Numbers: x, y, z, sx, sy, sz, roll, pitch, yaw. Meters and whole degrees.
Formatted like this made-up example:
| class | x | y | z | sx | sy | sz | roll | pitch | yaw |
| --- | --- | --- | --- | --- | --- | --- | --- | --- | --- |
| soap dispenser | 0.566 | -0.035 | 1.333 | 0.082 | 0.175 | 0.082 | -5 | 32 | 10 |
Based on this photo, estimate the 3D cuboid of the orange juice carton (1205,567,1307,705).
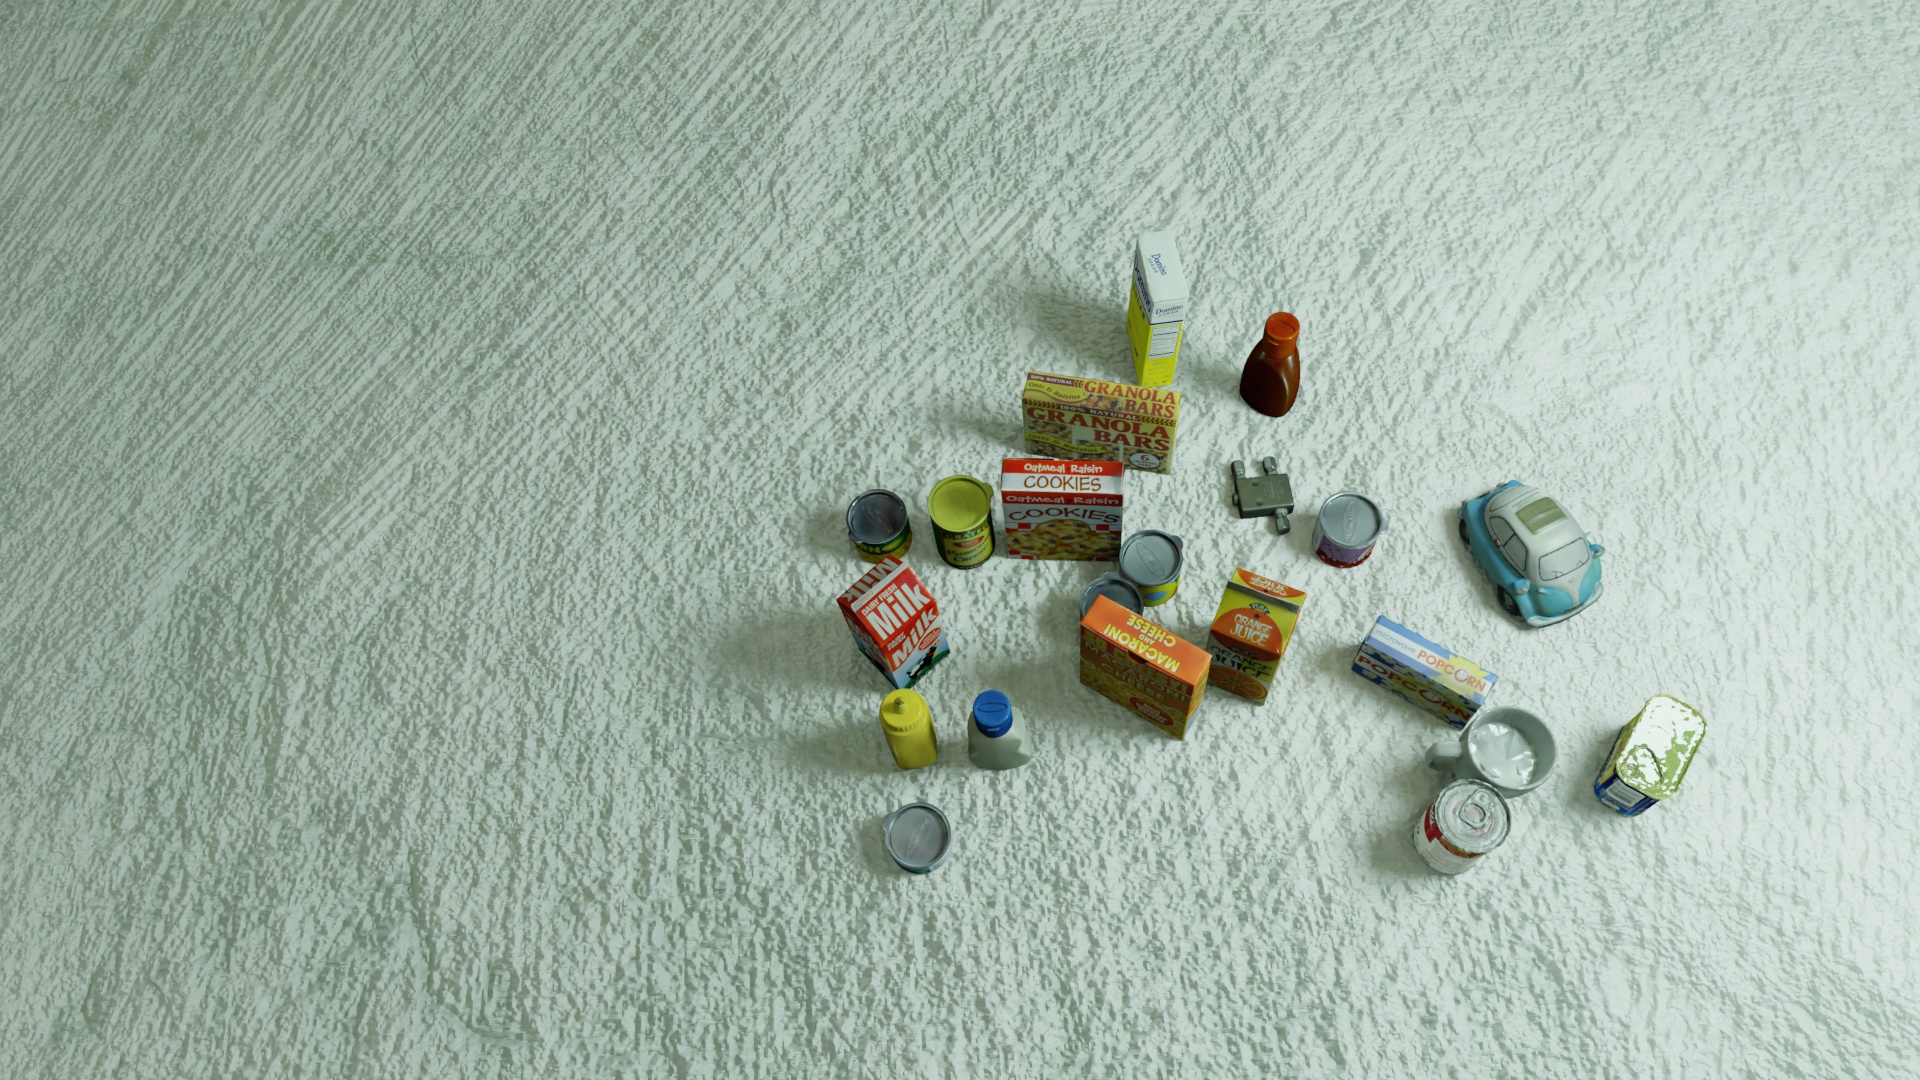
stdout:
| class | x | y | z | sx | sy | sz | roll | pitch | yaw |
| --- | --- | --- | --- | --- | --- | --- | --- | --- | --- |
| orange juice carton | 0.286 | 0.089 | 1.359 | 0.072 | 0.192 | 0.073 | 22 | 69 | 15 |

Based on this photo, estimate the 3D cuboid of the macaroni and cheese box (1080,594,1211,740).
| class | x | y | z | sx | sy | sz | roll | pitch | yaw |
| --- | --- | --- | --- | --- | --- | --- | --- | --- | --- |
| macaroni and cheese box | 0.179 | 0.128 | 1.364 | 0.124 | 0.165 | 0.040 | 29 | 71 | 17 |

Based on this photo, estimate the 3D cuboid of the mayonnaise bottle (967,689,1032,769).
| class | x | y | z | sx | sy | sz | roll | pitch | yaw |
| --- | --- | --- | --- | --- | --- | --- | --- | --- | --- |
| mayonnaise bottle | 0.036 | 0.186 | 1.359 | 0.065 | 0.147 | 0.041 | -4 | 65 | 4 |

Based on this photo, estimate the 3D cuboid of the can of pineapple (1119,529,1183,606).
| class | x | y | z | sx | sy | sz | roll | pitch | yaw |
| --- | --- | --- | --- | --- | --- | --- | --- | --- | --- |
| can of pineapple | 0.203 | 0.029 | 1.470 | 0.071 | 0.057 | 0.071 | -2 | 64 | 4 |

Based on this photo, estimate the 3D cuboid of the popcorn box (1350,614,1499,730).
| class | x | y | z | sx | sy | sz | roll | pitch | yaw |
| --- | --- | --- | --- | --- | --- | --- | --- | --- | --- |
| popcorn box | 0.459 | 0.131 | 1.383 | 0.127 | 0.085 | 0.038 | 29 | 71 | 17 |

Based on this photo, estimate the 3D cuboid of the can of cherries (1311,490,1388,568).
| class | x | y | z | sx | sy | sz | roll | pitch | yaw |
| --- | --- | --- | --- | --- | --- | --- | --- | --- | --- |
| can of cherries | 0.411 | -0.010 | 1.470 | 0.071 | 0.058 | 0.072 | -2 | 64 | 4 |

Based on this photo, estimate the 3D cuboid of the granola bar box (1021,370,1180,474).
| class | x | y | z | sx | sy | sz | roll | pitch | yaw |
| --- | --- | --- | --- | --- | --- | --- | --- | --- | --- |
| granola bar box | 0.153 | -0.128 | 1.514 | 0.165 | 0.123 | 0.039 | 9 | 66 | 10 |

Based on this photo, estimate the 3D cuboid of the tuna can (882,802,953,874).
| class | x | y | z | sx | sy | sz | roll | pitch | yaw |
| --- | --- | --- | --- | --- | --- | --- | --- | --- | --- |
| tuna can | -0.043 | 0.295 | 1.378 | 0.071 | 0.032 | 0.071 | -2 | 64 | 4 |

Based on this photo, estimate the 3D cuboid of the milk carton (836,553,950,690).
| class | x | y | z | sx | sy | sz | roll | pitch | yaw |
| --- | --- | --- | --- | --- | --- | --- | --- | --- | --- |
| milk carton | -0.068 | 0.080 | 1.396 | 0.072 | 0.189 | 0.073 | -41 | 68 | -13 |

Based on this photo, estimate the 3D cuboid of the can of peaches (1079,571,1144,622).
| class | x | y | z | sx | sy | sz | roll | pitch | yaw |
| --- | --- | --- | --- | --- | --- | --- | --- | --- | --- |
| can of peaches | 0.158 | 0.077 | 1.451 | 0.071 | 0.058 | 0.071 | -2 | 64 | 4 |

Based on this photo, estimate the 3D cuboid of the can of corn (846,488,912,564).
| class | x | y | z | sx | sy | sz | roll | pitch | yaw |
| --- | --- | --- | --- | --- | --- | --- | --- | --- | --- |
| can of corn | -0.090 | -0.012 | 1.516 | 0.071 | 0.058 | 0.071 | -2 | 64 | 4 |

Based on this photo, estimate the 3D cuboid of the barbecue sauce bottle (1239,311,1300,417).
| class | x | y | z | sx | sy | sz | roll | pitch | yaw |
| --- | --- | --- | --- | --- | --- | --- | --- | --- | --- |
| barbecue sauce bottle | 0.342 | -0.193 | 1.514 | 0.065 | 0.148 | 0.044 | 33 | 72 | 19 |

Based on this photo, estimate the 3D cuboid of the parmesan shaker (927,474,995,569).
| class | x | y | z | sx | sy | sz | roll | pitch | yaw |
| --- | --- | --- | --- | --- | --- | --- | --- | --- | --- |
| parmesan shaker | 0.005 | -0.019 | 1.486 | 0.071 | 0.102 | 0.071 | -2 | 65 | 4 |

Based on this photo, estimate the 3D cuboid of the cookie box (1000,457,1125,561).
| class | x | y | z | sx | sy | sz | roll | pitch | yaw |
| --- | --- | --- | --- | --- | --- | --- | --- | --- | --- |
| cookie box | 0.108 | -0.030 | 1.447 | 0.123 | 0.166 | 0.040 | 2 | 65 | 6 |

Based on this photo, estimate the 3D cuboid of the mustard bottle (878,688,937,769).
| class | x | y | z | sx | sy | sz | roll | pitch | yaw |
| --- | --- | --- | --- | --- | --- | --- | --- | --- | --- |
| mustard bottle | -0.053 | 0.178 | 1.364 | 0.049 | 0.159 | 0.065 | -13 | 64 | -1 |
